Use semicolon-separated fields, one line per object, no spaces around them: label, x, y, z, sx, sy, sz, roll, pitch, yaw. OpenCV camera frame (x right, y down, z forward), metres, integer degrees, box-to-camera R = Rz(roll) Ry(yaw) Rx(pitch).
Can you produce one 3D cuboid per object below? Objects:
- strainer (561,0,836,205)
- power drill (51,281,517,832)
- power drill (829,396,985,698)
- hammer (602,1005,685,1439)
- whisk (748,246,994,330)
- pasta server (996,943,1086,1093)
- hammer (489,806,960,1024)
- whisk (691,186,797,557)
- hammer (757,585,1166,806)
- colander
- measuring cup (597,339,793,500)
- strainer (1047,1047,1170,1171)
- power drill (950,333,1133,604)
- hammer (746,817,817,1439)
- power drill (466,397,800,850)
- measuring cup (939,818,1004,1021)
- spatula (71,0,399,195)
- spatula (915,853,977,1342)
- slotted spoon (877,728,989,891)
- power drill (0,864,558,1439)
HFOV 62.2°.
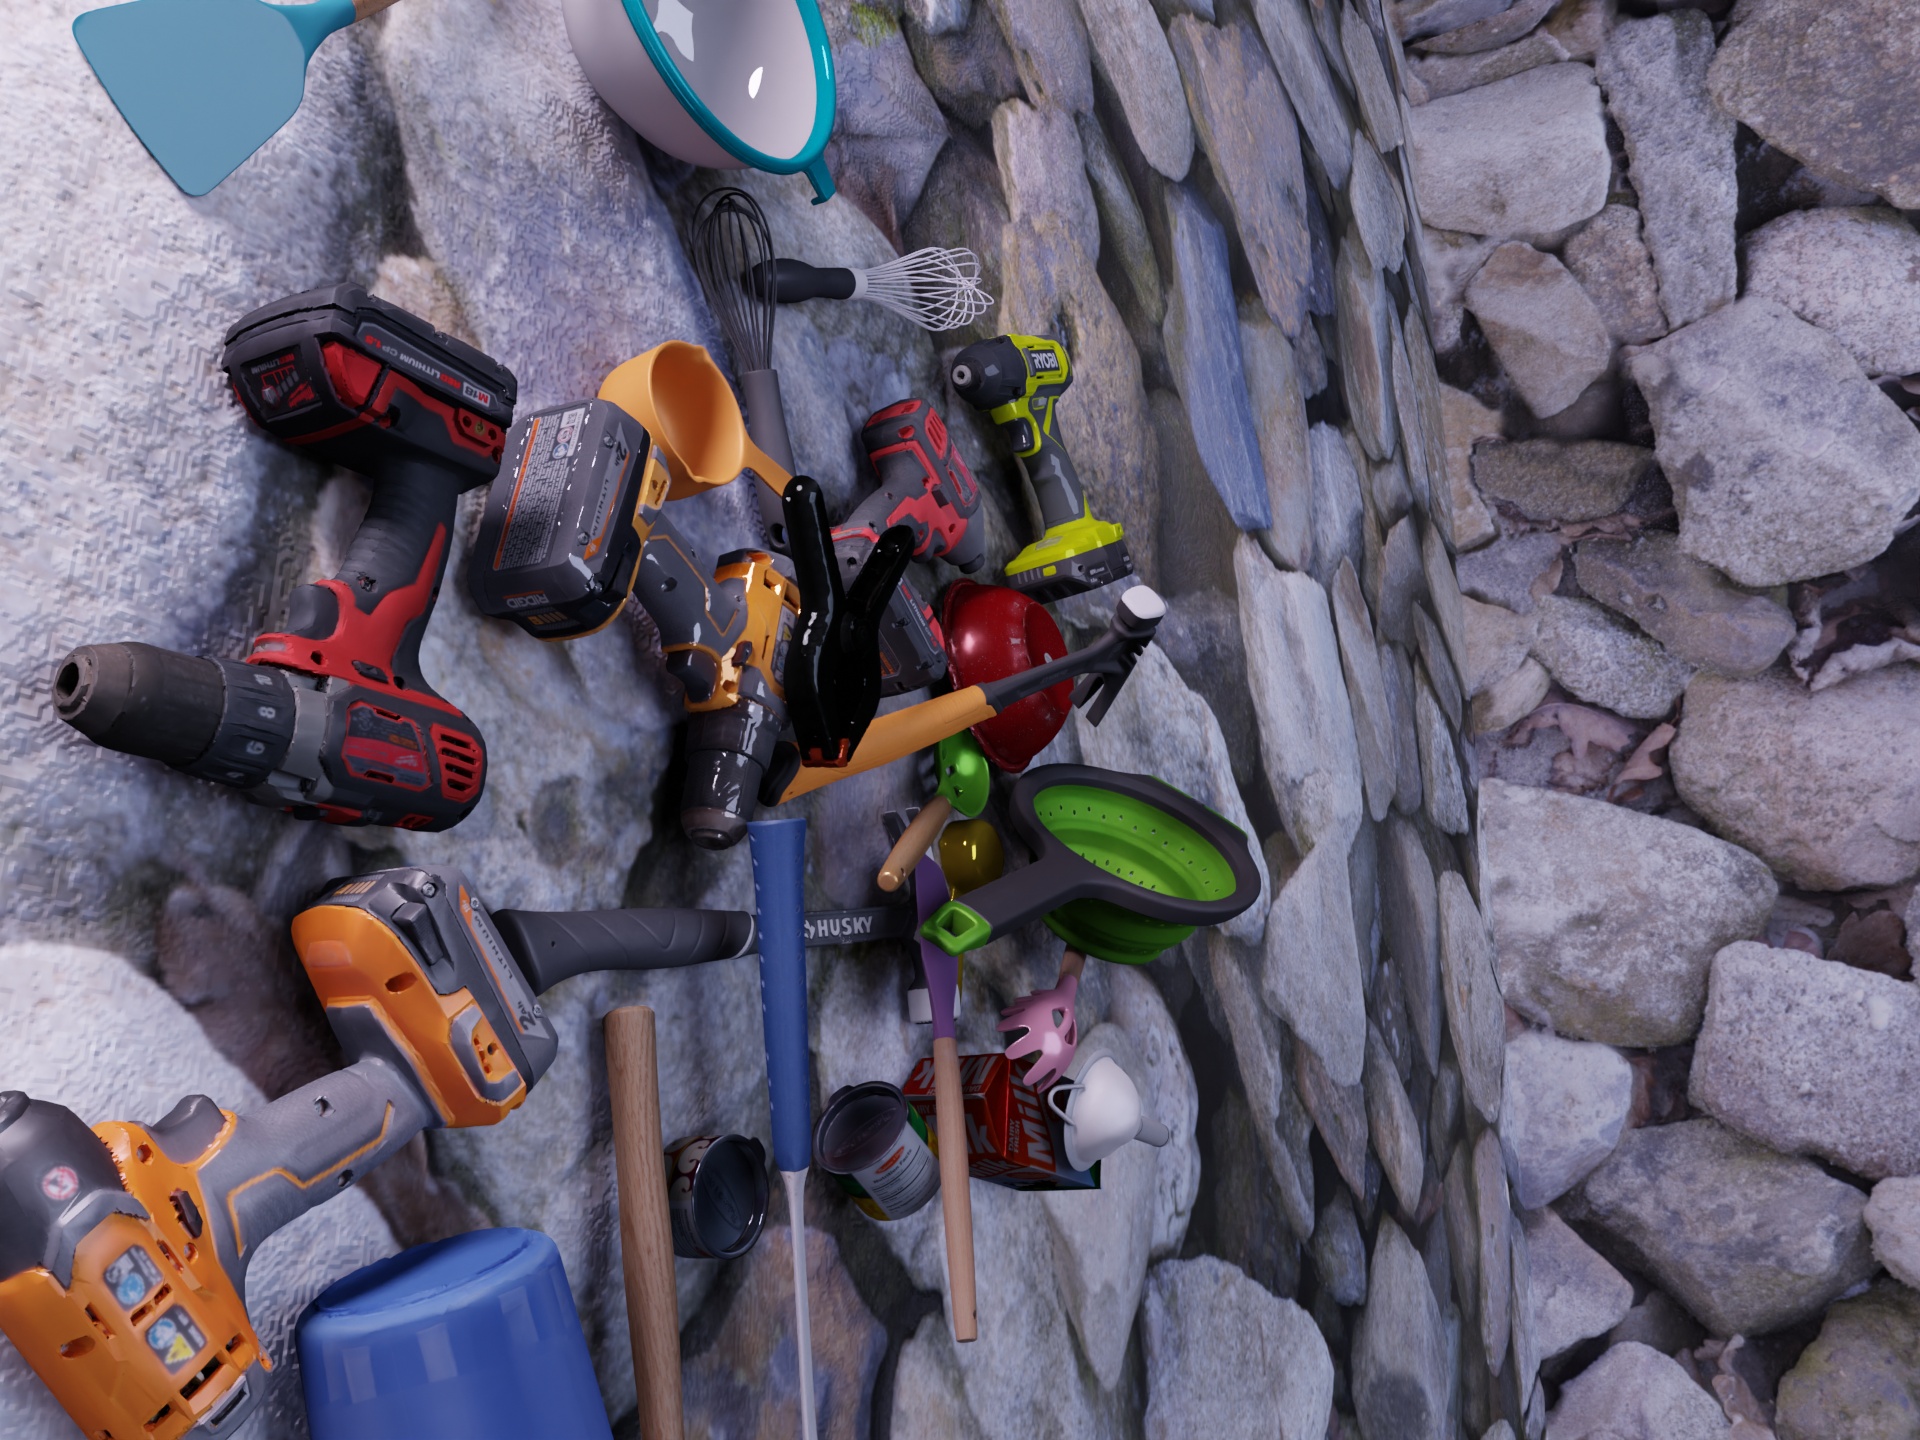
strainer;-0.208;-0.429;0.921;0.340;0.095;0.211;9;71;-57
power drill;-0.284;-0.071;0.693;0.187;0.080;0.227;23;64;-55
power drill;-0.040;-0.120;1.135;0.143;0.078;0.220;60;32;-31
hammer;-0.152;0.308;0.791;0.031;0.130;0.331;-1;70;-22
whisk;-0.062;-0.323;1.180;0.284;0.070;0.070;-21;99;-56
pasta server;0.077;0.194;1.207;0.060;0.040;0.316;57;13;-4
hammer;-0.121;0.122;0.953;0.408;0.036;0.149;8;72;-59
whisk;-0.134;-0.224;1.036;0.055;0.055;0.239;-20;103;-60
hammer;-0.002;-0.003;1.083;0.337;0.127;0.034;-21;61;-37
colander;0.079;0.137;1.176;0.397;0.205;0.094;-16;133;-56
measuring cup;-0.152;-0.158;0.968;0.173;0.052;0.095;37;45;-53
strainer;0.125;0.297;1.176;0.258;0.050;0.087;43;60;-63
power drill;0.062;-0.213;1.341;0.171;0.080;0.223;-27;100;-60
hammer;-0.091;0.257;0.873;0.144;0.035;0.405;57;29;-84
power drill;-0.168;-0.046;0.885;0.226;0.084;0.185;44;46;-52
measuring cup;0.008;0.145;1.171;0.062;0.029;0.157;41;45;-48
spatula;-0.307;-0.362;0.800;0.082;0.044;0.318;61;30;-29
spatula;-0.007;0.230;1.014;0.059;0.018;0.316;46;32;-51
slotted spoon;-0.019;0.062;1.071;0.314;0.031;0.070;-53;123;-76
power drill;-0.278;0.151;0.627;0.226;0.084;0.164;-50;123;-49
